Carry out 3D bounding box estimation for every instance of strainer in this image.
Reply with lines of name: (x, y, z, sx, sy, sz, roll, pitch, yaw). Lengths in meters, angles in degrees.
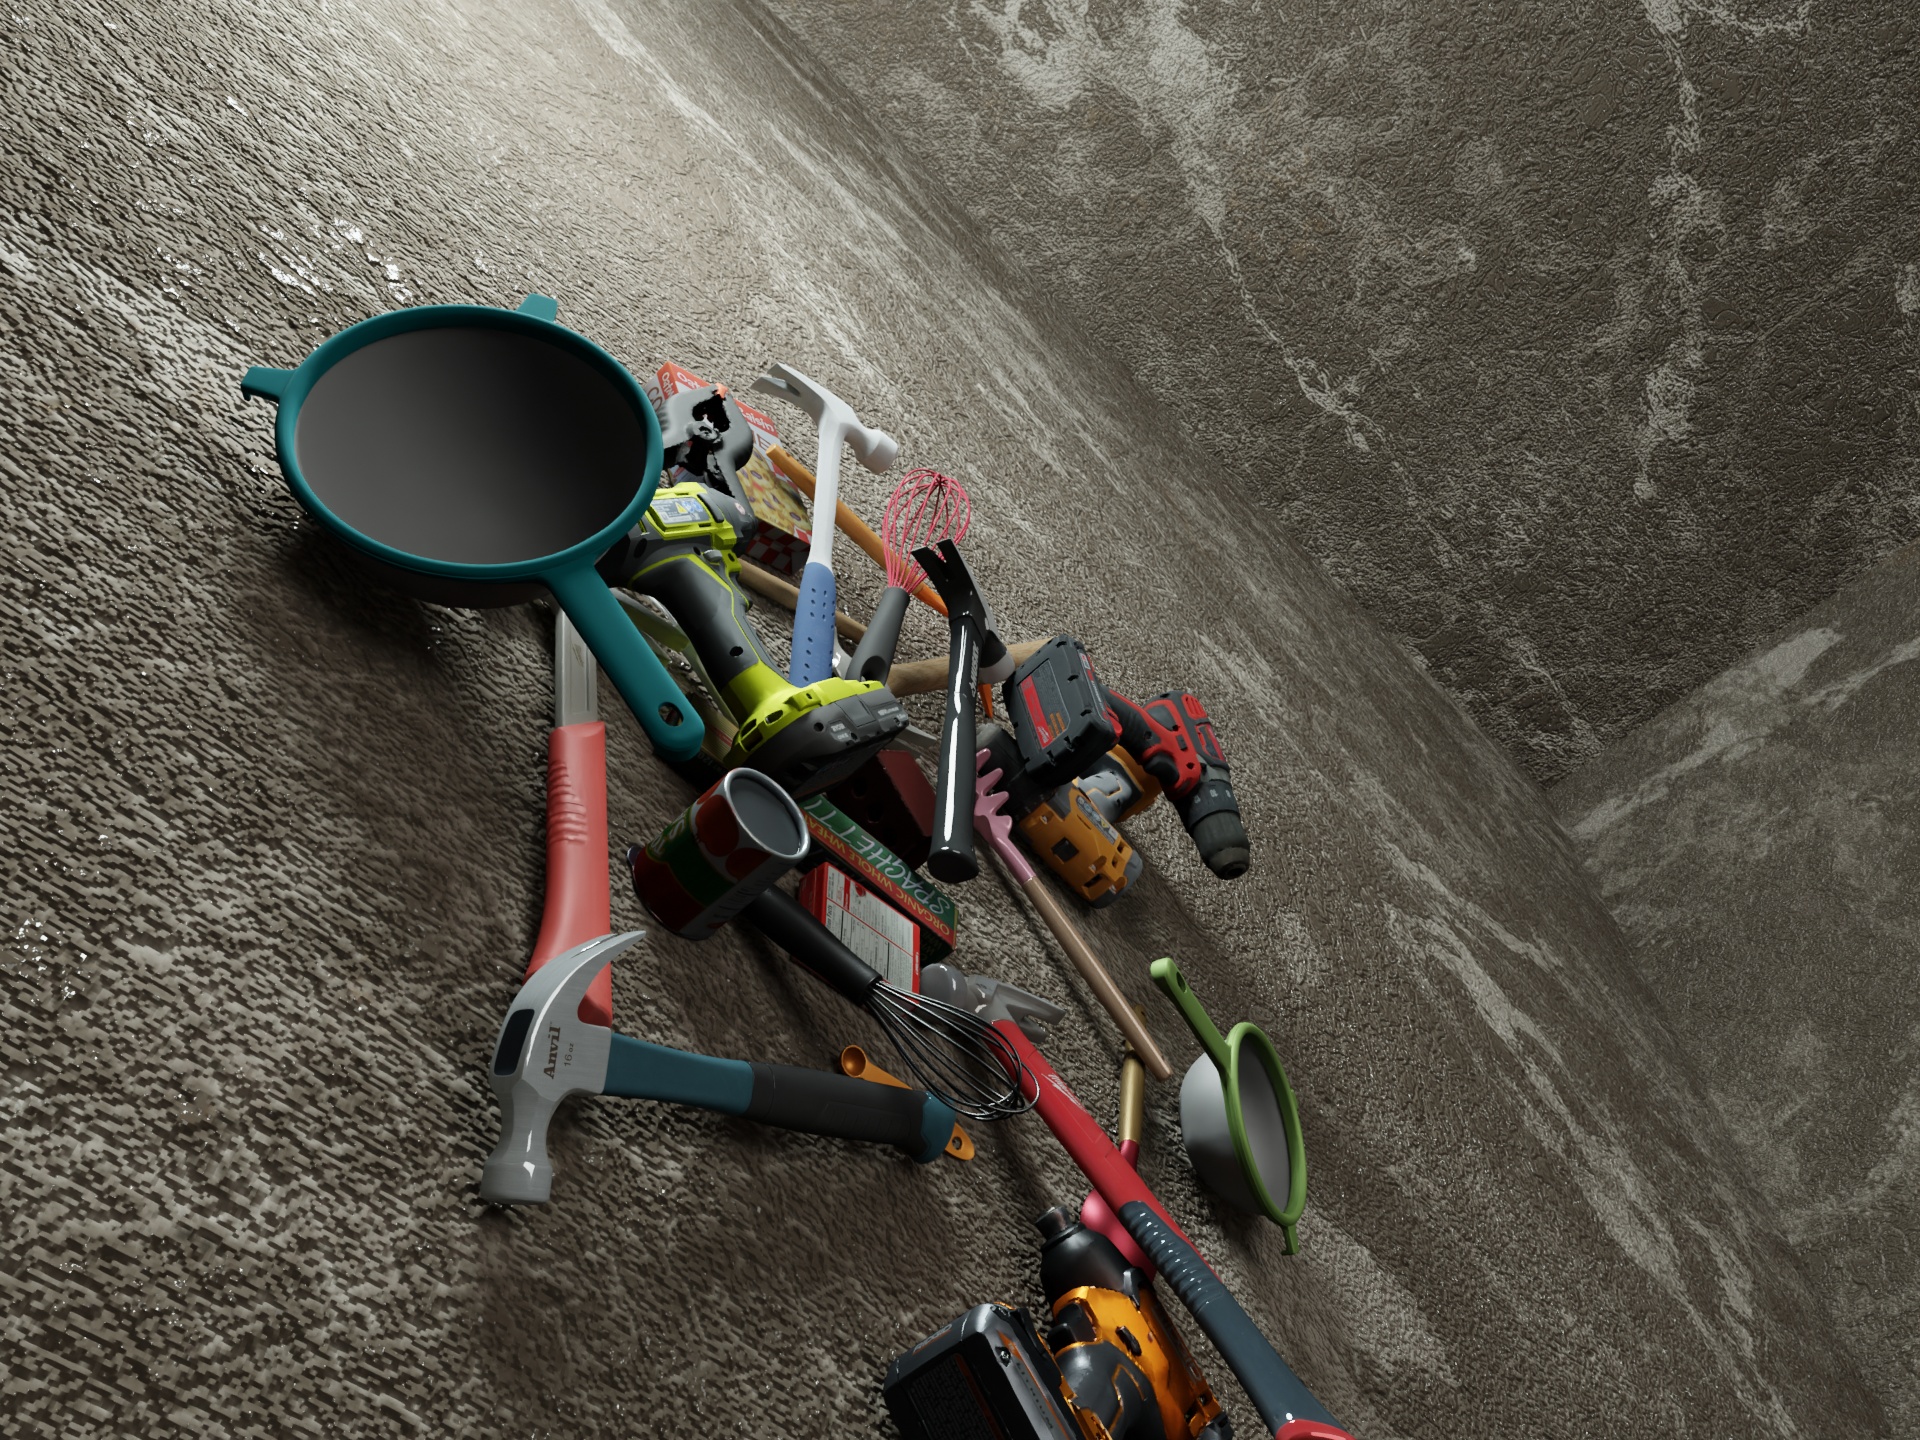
strainer: (-0.248, -0.091, 0.912, 0.211, 0.095, 0.341, -26, 68, -31)
strainer: (0.180, 0.271, 1.176, 0.256, 0.069, 0.152, 56, 28, -29)

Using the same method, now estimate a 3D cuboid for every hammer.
hammer: (0.003, -0.041, 1.366, 0.331, 0.031, 0.130, -11, 65, -52)
hammer: (-0.106, 0.194, 0.827, 0.330, 0.033, 0.128, 28, 59, -50)
hammer: (-0.213, 0.035, 0.914, 0.149, 0.036, 0.359, 33, 28, -35)
hammer: (0.111, 0.293, 0.968, 0.143, 0.038, 0.387, 28, 14, -46)
hammer: (-0.002, -0.004, 1.185, 0.335, 0.035, 0.146, -86, 154, -53)
hammer: (-0.115, -0.126, 1.248, 0.144, 0.035, 0.406, 34, 38, -32)

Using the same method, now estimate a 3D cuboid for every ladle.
ladle: (0.122, 0.293, 1.145, 0.069, 0.031, 0.315, 45, 21, -10)

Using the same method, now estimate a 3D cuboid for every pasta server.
pasta server: (0.075, 0.144, 1.248, 0.316, 0.040, 0.060, 55, 20, 20)

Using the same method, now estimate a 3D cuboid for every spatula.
spatula: (-0.061, -0.127, 1.406, 0.322, 0.041, 0.081, 42, 25, -28)

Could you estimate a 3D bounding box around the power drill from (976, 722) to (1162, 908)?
power drill: (0.096, 0.048, 1.414, 0.185, 0.084, 0.226, 46, 27, -5)

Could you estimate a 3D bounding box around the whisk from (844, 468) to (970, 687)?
whisk: (-0.049, -0.113, 1.304, 0.073, 0.073, 0.296, 40, 41, -22)

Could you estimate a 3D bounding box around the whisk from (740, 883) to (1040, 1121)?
whisk: (-0.052, 0.156, 0.935, 0.239, 0.055, 0.055, 35, 17, 21)

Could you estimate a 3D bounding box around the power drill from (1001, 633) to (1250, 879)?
power drill: (0.154, 0.036, 1.357, 0.226, 0.080, 0.188, 21, 39, -40)

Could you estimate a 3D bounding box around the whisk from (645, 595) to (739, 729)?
whisk: (-0.195, -0.075, 1.105, 0.246, 0.058, 0.059, 56, -20, 5)

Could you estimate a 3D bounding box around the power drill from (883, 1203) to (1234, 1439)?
power drill: (0.054, 0.351, 0.860, 0.164, 0.084, 0.226, 58, 20, 22)

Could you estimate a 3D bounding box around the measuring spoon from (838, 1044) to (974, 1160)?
measuring spoon: (-0.033, 0.235, 0.968, 0.116, 0.011, 0.021, 43, 46, -23)

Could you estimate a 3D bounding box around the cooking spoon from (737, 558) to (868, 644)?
cooking spoon: (-0.168, -0.116, 1.253, 0.318, 0.017, 0.069, 28, 32, -41)

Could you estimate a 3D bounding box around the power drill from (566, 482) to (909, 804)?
power drill: (-0.140, -0.059, 1.048, 0.223, 0.080, 0.171, 54, 26, 7)
